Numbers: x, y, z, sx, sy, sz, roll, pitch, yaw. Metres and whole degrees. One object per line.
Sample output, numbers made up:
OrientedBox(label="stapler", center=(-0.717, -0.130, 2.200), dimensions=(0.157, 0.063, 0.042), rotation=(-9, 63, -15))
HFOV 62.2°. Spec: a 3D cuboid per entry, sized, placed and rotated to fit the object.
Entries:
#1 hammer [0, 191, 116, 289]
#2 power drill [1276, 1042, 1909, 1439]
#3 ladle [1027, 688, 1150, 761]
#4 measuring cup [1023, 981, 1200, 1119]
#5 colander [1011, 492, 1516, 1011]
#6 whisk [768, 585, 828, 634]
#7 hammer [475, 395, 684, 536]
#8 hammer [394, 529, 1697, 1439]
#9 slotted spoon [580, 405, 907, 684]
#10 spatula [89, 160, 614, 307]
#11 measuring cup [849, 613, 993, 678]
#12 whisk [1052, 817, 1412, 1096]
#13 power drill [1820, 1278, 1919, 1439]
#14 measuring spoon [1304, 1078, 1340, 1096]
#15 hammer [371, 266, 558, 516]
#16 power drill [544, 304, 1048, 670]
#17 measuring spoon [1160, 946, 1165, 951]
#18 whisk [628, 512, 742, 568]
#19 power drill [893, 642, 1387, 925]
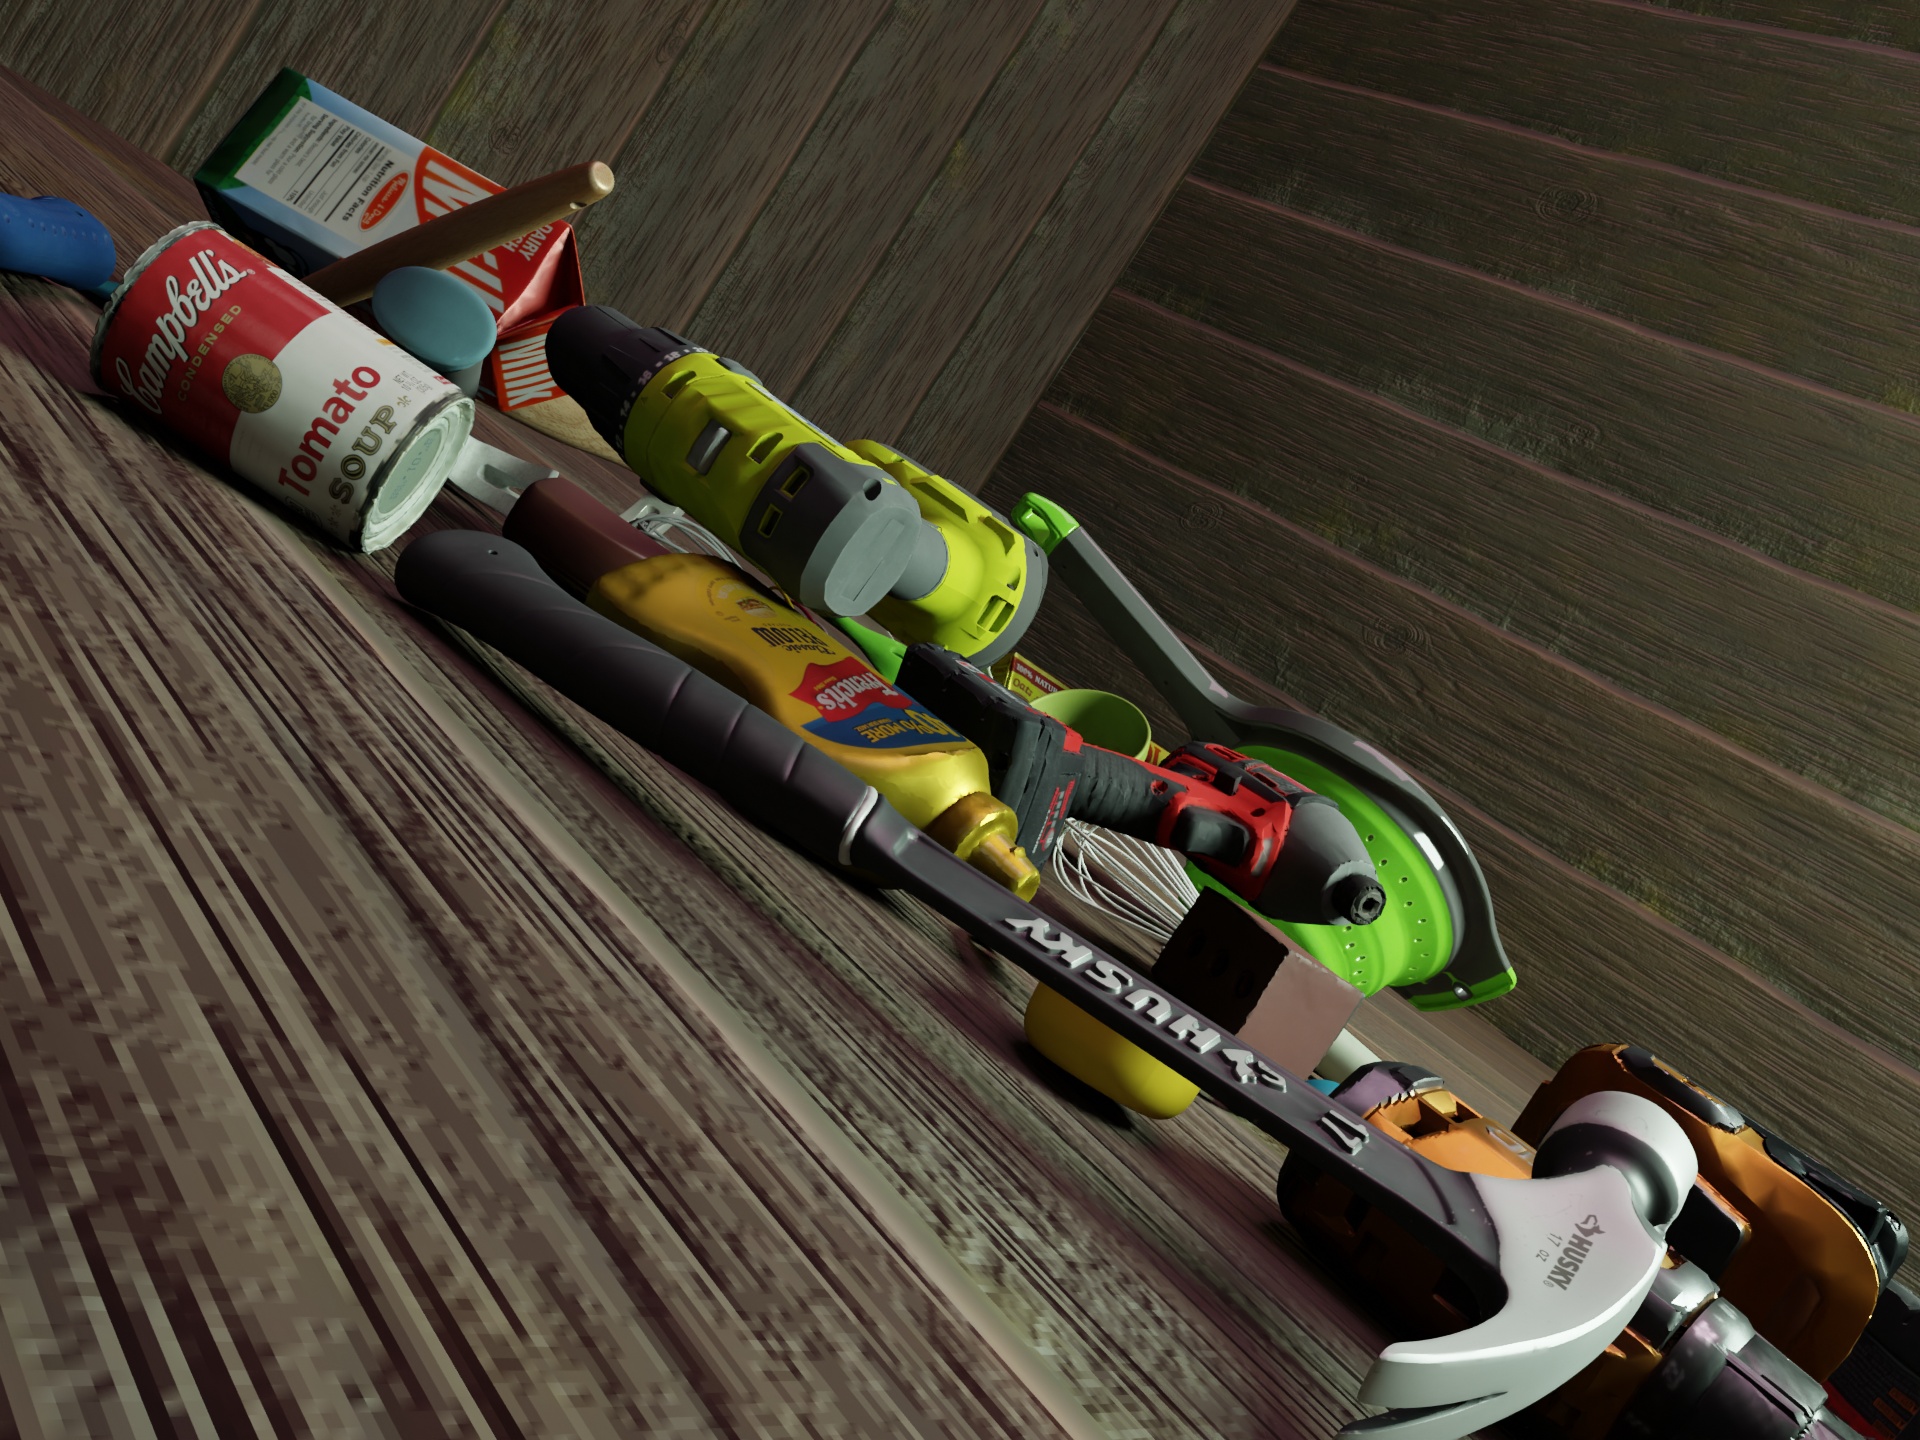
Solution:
OrientedBox(label="hammer", center=(-0.328, -0.154, 0.489), dimensions=(0.144, 0.035, 0.406), rotation=(32, 4, -19))
OrientedBox(label="power drill", center=(0.217, 0.172, 0.474), dimensions=(0.185, 0.084, 0.226), rotation=(36, 15, 36))
OrientedBox(label="ladle", center=(-0.001, -0.002, 0.781), dimensions=(0.078, 0.062, 0.320), rotation=(28, 8, 32))
OrientedBox(label="measuring cup", center=(0.029, 0.092, 0.513), dimensions=(0.062, 0.029, 0.156), rotation=(32, -8, -18))
OrientedBox(label="colander", center=(0.141, 0.039, 0.924), dimensions=(0.397, 0.094, 0.204), rotation=(49, -24, 4))
OrientedBox(label="whisk", center=(-0.072, -0.016, 0.855), dimensions=(0.051, 0.047, 0.245), rotation=(32, 7, -35))
OrientedBox(label="hammer", center=(-0.223, -0.174, 0.950), dimensions=(0.031, 0.130, 0.331), rotation=(34, 5, 12))
OrientedBox(label="hammer", center=(-0.017, 0.040, 0.429), dimensions=(0.409, 0.036, 0.149), rotation=(30, 26, 27))
OrientedBox(label="slotted spoon", center=(-0.113, -0.097, 0.836), dimensions=(0.313, 0.031, 0.070), rotation=(43, 9, -6))
OrientedBox(label="spatula", center=(-0.255, -0.191, 0.653), dimensions=(0.317, 0.044, 0.082), rotation=(-5, -4, 35))
OrientedBox(label="measuring cup", center=(-0.034, -0.026, 0.932), dimensions=(0.168, 0.083, 0.038), rotation=(48, -5, 40))
OrientedBox(label="whisk", center=(0.135, 0.122, 0.816), dimensions=(0.247, 0.058, 0.059), rotation=(41, -2, 32))
OrientedBox(label="power drill", center=(0.395, 0.299, 0.513), dimensions=(0.227, 0.080, 0.188), rotation=(37, 4, 8))
OrientedBox(label="measuring spoon", center=(0.128, 0.144, 0.613), dimensions=(0.042, 0.021, 0.128), rotation=(36, 3, 41))
OrientedBox(label="hammer", center=(-0.233, -0.144, 0.703), dimensions=(0.128, 0.033, 0.331), rotation=(32, -9, -17))
OrientedBox(label="power drill", center=(-0.069, -0.104, 0.723), dimensions=(0.191, 0.080, 0.228), rotation=(38, 8, 24))
OrientedBox(label="measuring spoon", center=(0.158, 0.150, 0.835), dimensions=(0.124, 0.018, 0.034), rotation=(34, 4, 26))
OrientedBox(label="whisk", center=(-0.124, -0.061, 1.014), dimensions=(0.238, 0.055, 0.055), rotation=(37, 1, -40))
OrientedBox(label="power drill", center=(0.078, 0.040, 0.699), dimensions=(0.219, 0.078, 0.143), rotation=(14, 12, -30))
